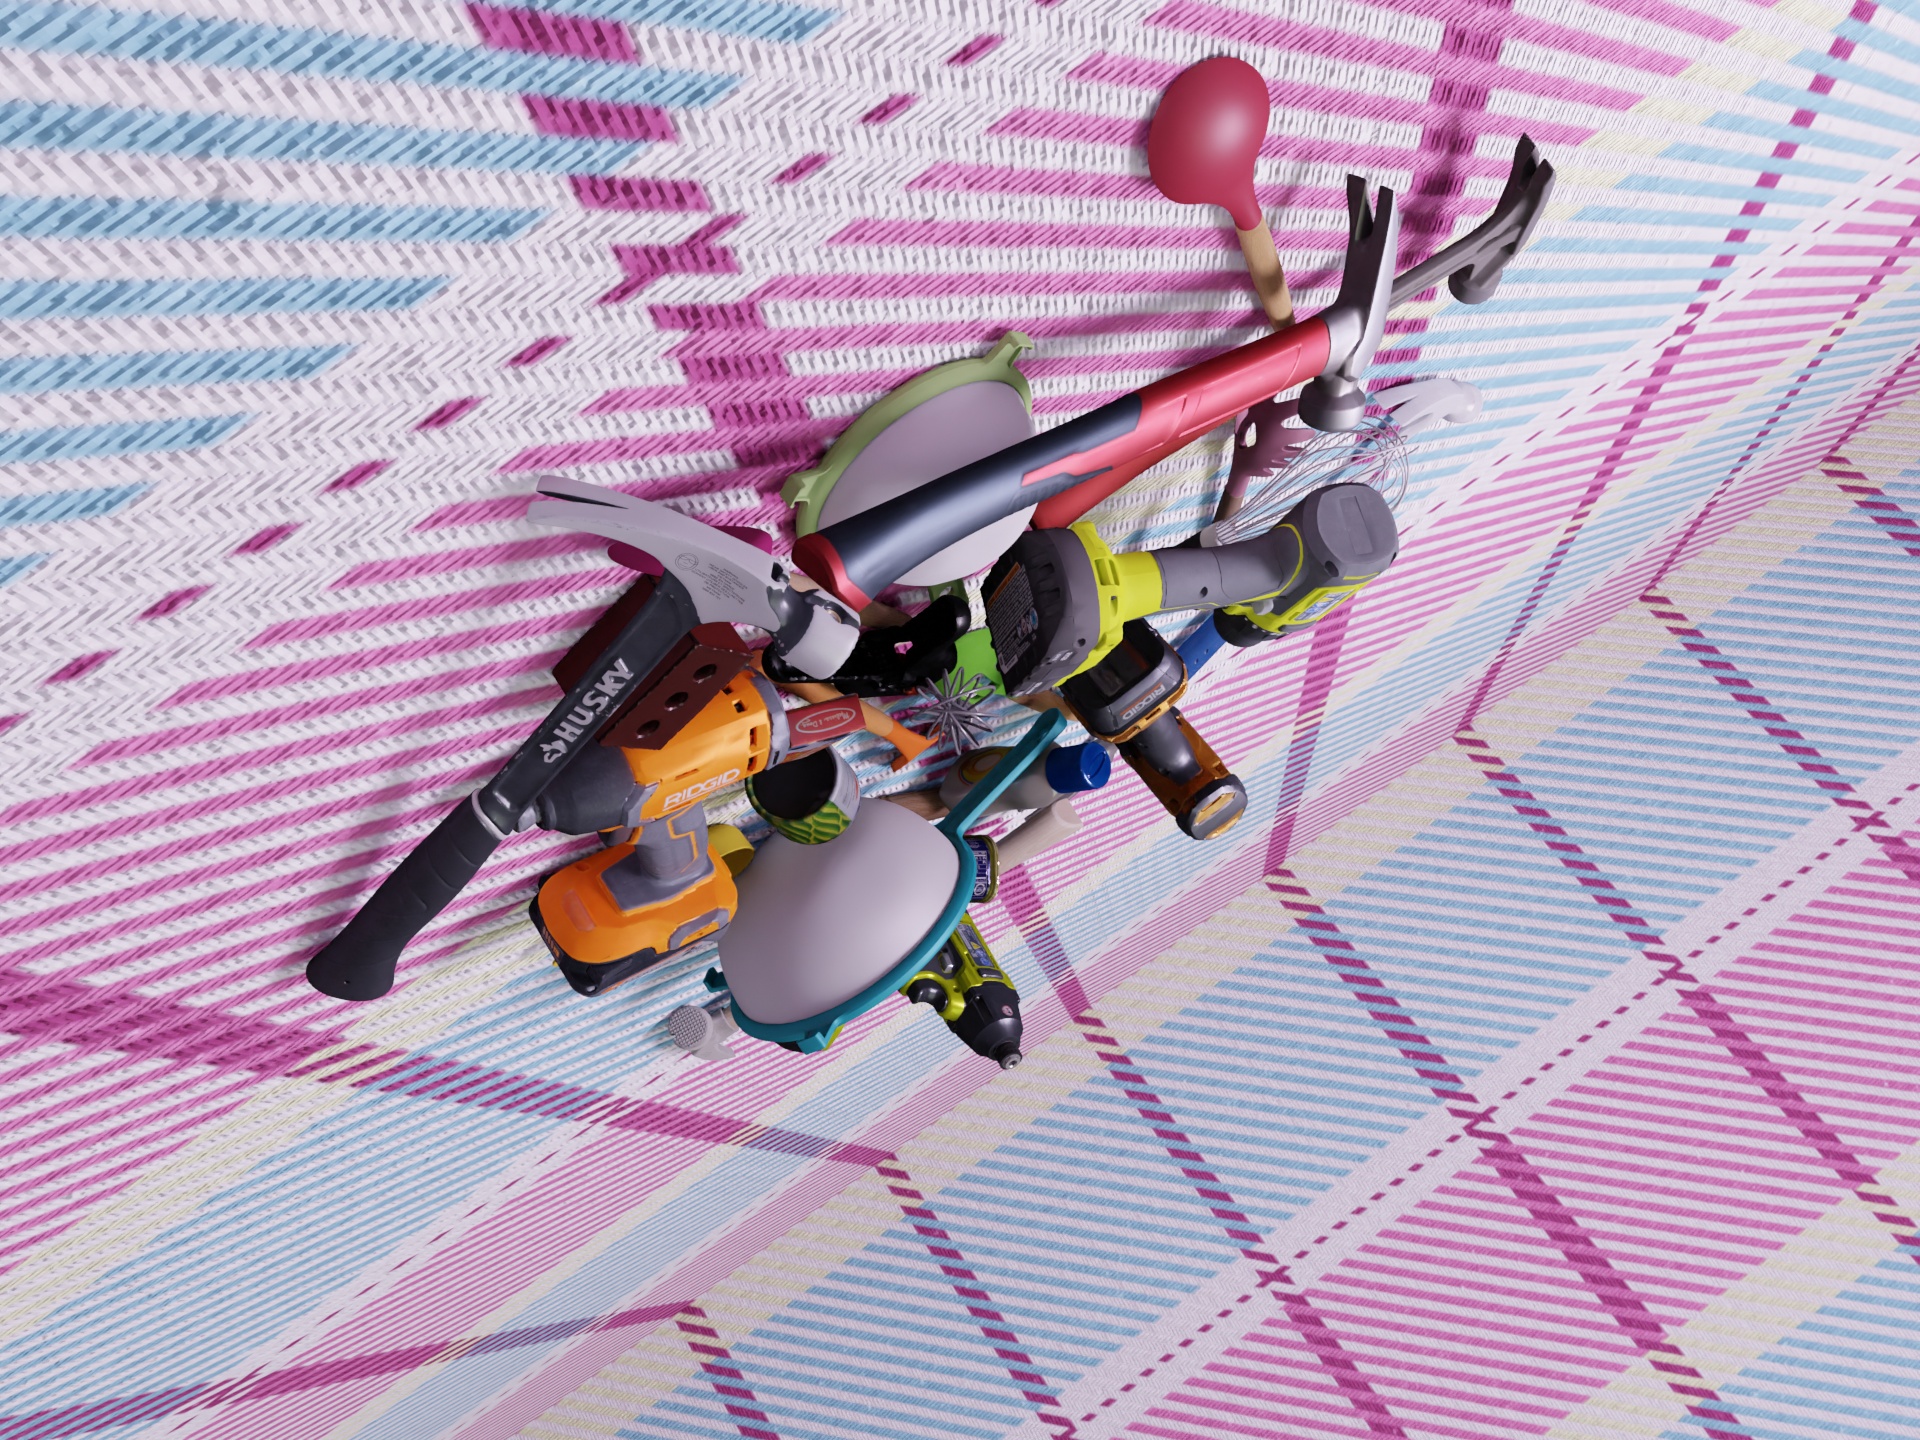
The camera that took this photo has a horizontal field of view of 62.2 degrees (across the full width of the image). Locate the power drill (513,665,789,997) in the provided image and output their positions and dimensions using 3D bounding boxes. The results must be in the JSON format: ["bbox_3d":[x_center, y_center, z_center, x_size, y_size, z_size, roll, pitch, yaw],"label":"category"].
[{"bbox_3d":[-0.197,0.071,0.940,0.164,0.084,0.226,-23,153,-32],"label":"power drill"}]

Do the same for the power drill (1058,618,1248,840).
[{"bbox_3d":[0.125,-0.021,1.212,0.084,0.186,0.226,-38,142,2],"label":"power drill"}]

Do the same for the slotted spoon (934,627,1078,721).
[{"bbox_3d":[0.051,-0.022,1.244,0.070,0.031,0.313,-45,162,10],"label":"slotted spoon"}]

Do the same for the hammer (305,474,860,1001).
[{"bbox_3d":[-0.228,0.035,0.787,0.149,0.036,0.409,32,127,-25],"label":"hammer"}]

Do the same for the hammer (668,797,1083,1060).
[{"bbox_3d":[-0.069,0.193,1.464,0.410,0.038,0.146,-31,162,-3],"label":"hammer"}]

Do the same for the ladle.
[{"bbox_3d":[0.159,-0.263,0.866,0.069,0.031,0.315,-43,162,9],"label":"ladle"}]

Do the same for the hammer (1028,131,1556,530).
[{"bbox_3d":[0.191,-0.218,0.963,0.359,0.037,0.149,-31,166,-3],"label":"hammer"}]

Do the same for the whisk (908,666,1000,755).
[{"bbox_3d":[-0.001,-0.004,1.025,0.055,0.055,0.239,-37,178,0],"label":"whisk"}]

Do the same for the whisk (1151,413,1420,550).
[{"bbox_3d":[0.197,-0.134,1.085,0.070,0.070,0.284,-23,180,-35],"label":"whisk"}]

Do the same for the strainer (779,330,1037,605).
[{"bbox_3d":[-0.004,-0.097,0.896,0.151,0.069,0.256,-35,160,-8],"label":"strainer"}]

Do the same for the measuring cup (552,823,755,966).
[{"bbox_3d":[-0.216,0.120,1.099,0.156,0.029,0.062,-30,160,-14],"label":"measuring cup"}]

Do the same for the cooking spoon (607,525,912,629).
[{"bbox_3d":[-0.089,-0.071,0.862,0.069,0.017,0.318,-14,172,19],"label":"cooking spoon"}]

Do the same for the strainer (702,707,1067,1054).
[{"bbox_3d":[-0.057,0.081,1.165,0.340,0.095,0.211,-44,-156,-19],"label":"strainer"}]

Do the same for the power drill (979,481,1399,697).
[{"bbox_3d":[0.135,-0.077,0.997,0.228,0.080,0.190,-10,168,-16],"label":"power drill"}]

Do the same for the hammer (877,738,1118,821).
[{"bbox_3d":[0.032,0.061,1.396,0.331,0.031,0.130,-11,148,-52],"label":"hammer"}]

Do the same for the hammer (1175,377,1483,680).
[{"bbox_3d":[0.270,-0.134,1.355,0.144,0.035,0.405,-12,149,-53],"label":"hammer"}]

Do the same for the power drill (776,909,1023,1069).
[{"bbox_3d":[-0.056,0.216,1.313,0.223,0.171,0.080,11,121,-36],"label":"power drill"}]

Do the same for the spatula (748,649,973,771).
[{"bbox_3d":[-0.067,-0.008,1.073,0.081,0.041,0.322,-38,157,9],"label":"spatula"}]

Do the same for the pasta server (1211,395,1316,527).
[{"bbox_3d":[0.206,-0.161,1.173,0.040,0.060,0.316,-16,162,-4],"label":"pasta server"}]

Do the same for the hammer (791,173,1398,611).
[{"bbox_3d":[0.081,-0.159,0.804,0.386,0.038,0.143,-28,137,-29],"label":"hammer"}]
